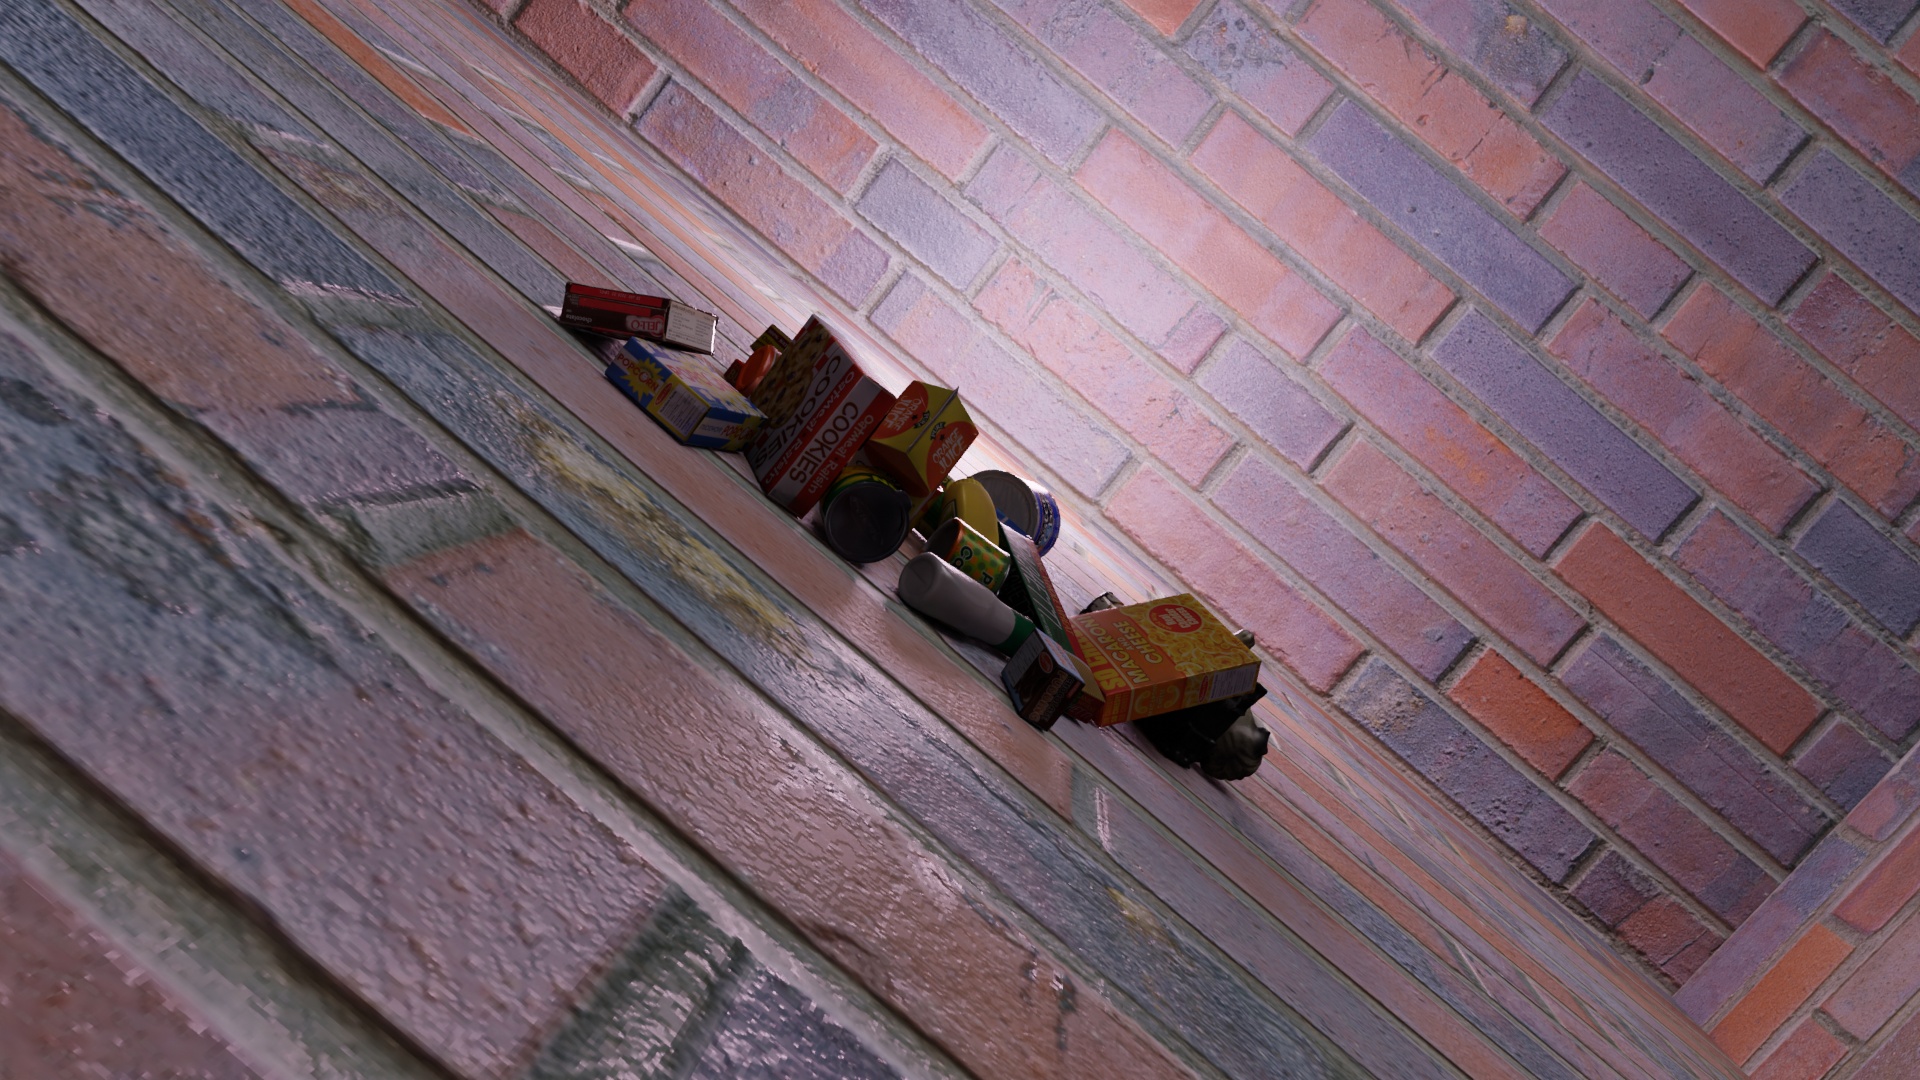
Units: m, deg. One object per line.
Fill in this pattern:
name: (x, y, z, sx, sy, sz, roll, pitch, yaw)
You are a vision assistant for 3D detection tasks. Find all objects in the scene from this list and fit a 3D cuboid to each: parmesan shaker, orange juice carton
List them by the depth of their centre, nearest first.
orange juice carton: (-0.046, -0.069, 1.172, 0.073, 0.072, 0.192, 39, -24, -2)
parmesan shaker: (-0.005, -0.018, 1.411, 0.103, 0.071, 0.071, 42, 8, 19)

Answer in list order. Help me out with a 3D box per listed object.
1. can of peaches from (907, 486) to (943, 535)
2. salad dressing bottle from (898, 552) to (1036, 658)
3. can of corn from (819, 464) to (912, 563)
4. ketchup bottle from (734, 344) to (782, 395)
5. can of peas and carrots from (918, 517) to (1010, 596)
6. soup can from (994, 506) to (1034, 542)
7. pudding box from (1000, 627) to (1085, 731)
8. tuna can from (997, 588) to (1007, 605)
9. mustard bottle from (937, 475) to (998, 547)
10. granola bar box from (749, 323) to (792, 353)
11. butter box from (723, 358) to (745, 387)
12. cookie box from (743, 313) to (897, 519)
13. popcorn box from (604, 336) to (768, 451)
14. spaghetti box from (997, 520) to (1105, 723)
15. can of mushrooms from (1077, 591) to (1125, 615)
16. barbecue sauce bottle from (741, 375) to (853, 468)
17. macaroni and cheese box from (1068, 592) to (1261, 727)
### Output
can of peaches: (-0.059, -0.046, 1.348, 0.071, 0.058, 0.071, 39, 7, -6)
salad dressing bottle: (0.010, 0.058, 1.147, 0.147, 0.044, 0.064, 33, 8, -45)
can of corn: (-0.075, -0.024, 1.103, 0.071, 0.071, 0.058, 37, 7, -20)
ketchup bottle: (-0.153, -0.124, 1.369, 0.148, 0.043, 0.065, 41, 45, -31)
can of peas and carrots: (0.001, 0.024, 1.212, 0.058, 0.071, 0.071, 36, 8, -20)
soup can: (0.028, -0.002, 1.471, 0.084, 0.071, 0.071, 42, 8, 22)
pudding box: (0.063, 0.108, 1.082, 0.030, 0.049, 0.084, 35, 8, -17)
tuna can: (0.047, 0.058, 1.345, 0.071, 0.033, 0.071, 39, 8, -6)
mustard bottle: (0.005, -0.017, 1.326, 0.049, 0.065, 0.161, 23, 31, -16)
granola bar box: (-0.146, -0.153, 1.521, 0.166, 0.039, 0.124, 42, -5, 18)
butter box: (-0.195, -0.150, 1.427, 0.053, 0.024, 0.103, 42, 8, 25)
cookie box: (-0.124, -0.105, 1.142, 0.040, 0.123, 0.168, 34, 9, -31)
popcorn box: (-0.212, -0.112, 1.085, 0.085, 0.038, 0.127, 40, 8, 9)
spaghetti box: (0.070, 0.067, 1.255, 0.050, 0.028, 0.251, 31, 22, -29)
can of mushrooms: (0.157, 0.092, 1.547, 0.033, 0.071, 0.071, 44, 9, 24)
barbecue sauce bottle: (-0.140, -0.093, 1.293, 0.148, 0.043, 0.065, 39, 10, -2)
macaroni and cheese box: (0.172, 0.107, 1.285, 0.167, 0.040, 0.124, -9, 32, -24)
